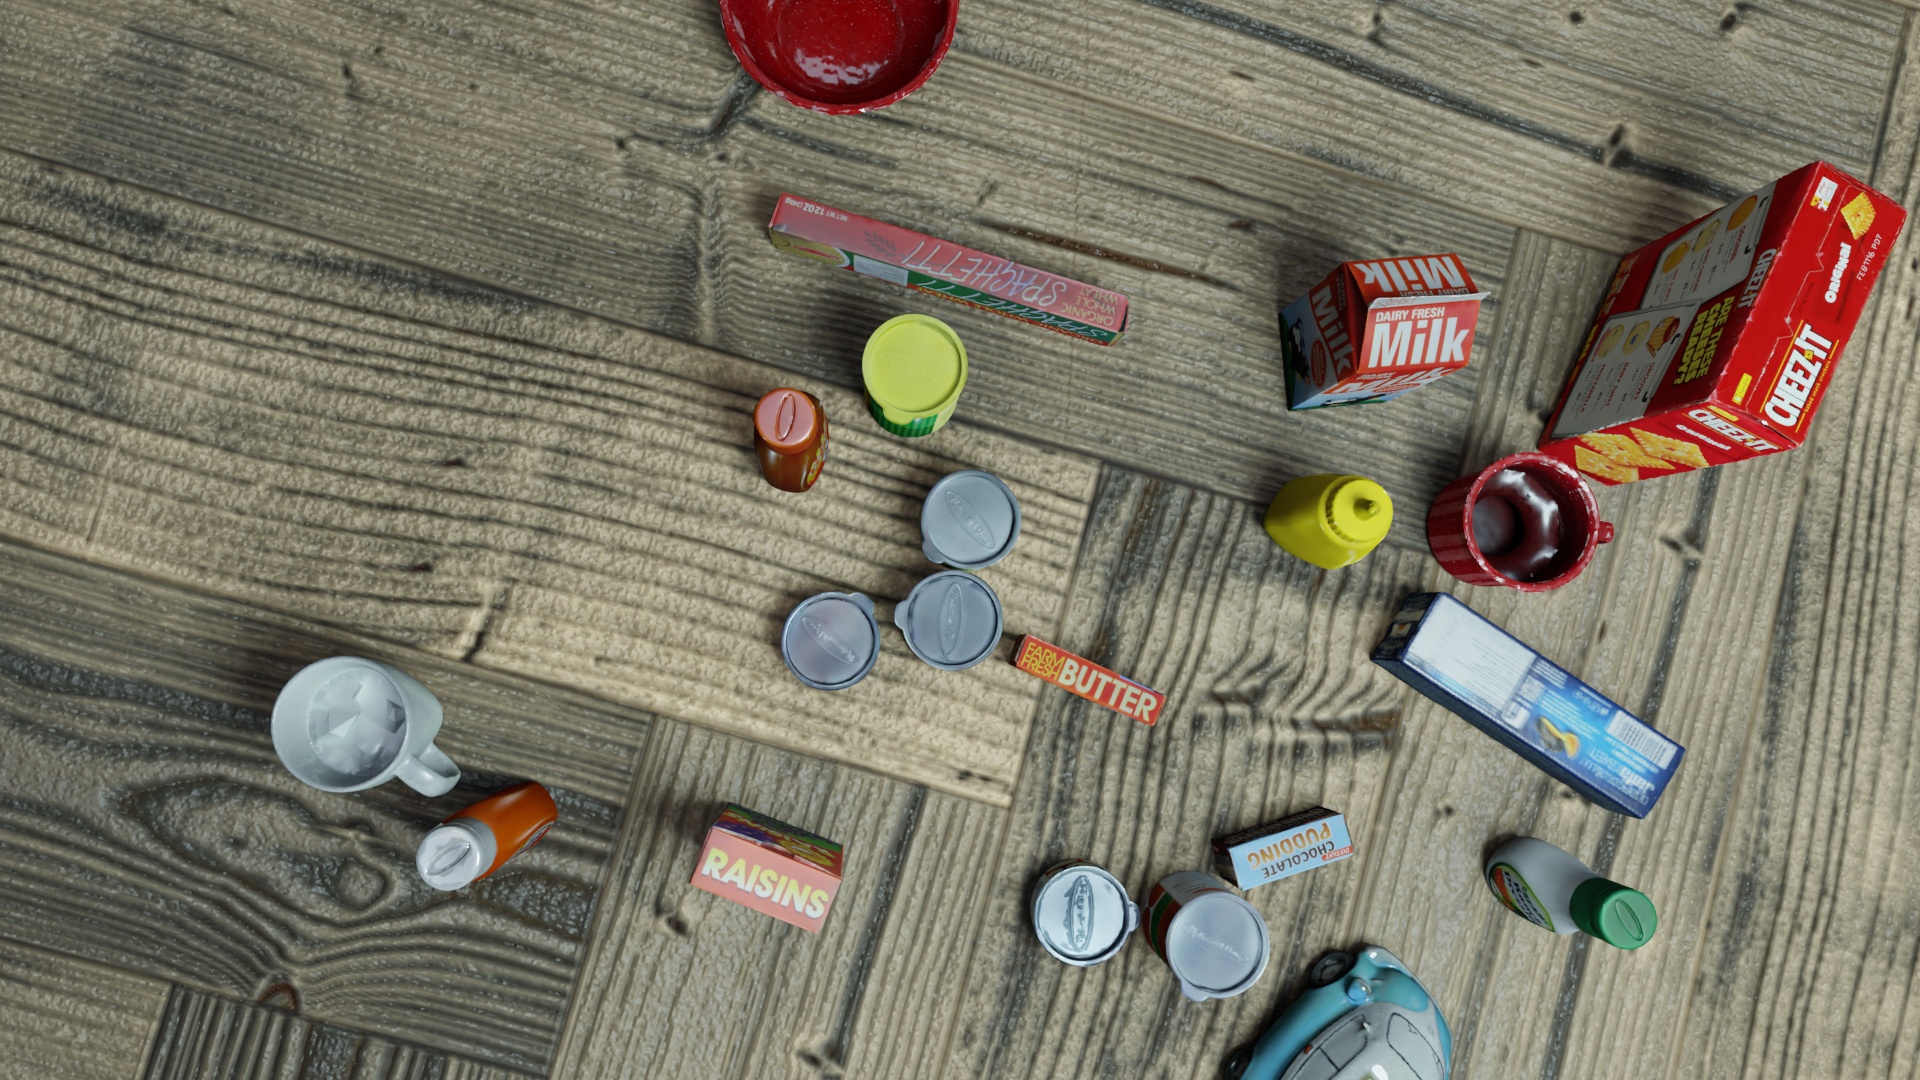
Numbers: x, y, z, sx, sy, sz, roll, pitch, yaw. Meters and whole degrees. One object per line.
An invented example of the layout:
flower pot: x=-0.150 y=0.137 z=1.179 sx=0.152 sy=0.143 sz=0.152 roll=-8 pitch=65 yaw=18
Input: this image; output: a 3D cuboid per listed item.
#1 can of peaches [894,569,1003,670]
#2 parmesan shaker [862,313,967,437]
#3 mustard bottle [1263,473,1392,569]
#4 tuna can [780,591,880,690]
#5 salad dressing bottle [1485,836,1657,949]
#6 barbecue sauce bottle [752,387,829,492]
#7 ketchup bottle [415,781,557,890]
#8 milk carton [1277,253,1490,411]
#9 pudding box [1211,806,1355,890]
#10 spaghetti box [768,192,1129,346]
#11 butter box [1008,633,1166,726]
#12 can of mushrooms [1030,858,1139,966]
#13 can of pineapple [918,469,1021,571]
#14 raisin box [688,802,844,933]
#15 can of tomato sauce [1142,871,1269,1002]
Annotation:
can of peaches: x=-0.009 y=0.053 z=0.932 sx=0.071 sy=0.058 sz=0.071 roll=0 pitch=86 yaw=-4
parmesan shaker: x=-0.033 y=-0.104 z=0.919 sx=0.071 sy=0.103 sz=0.071 roll=0 pitch=86 yaw=-4
mustard bottle: x=0.246 y=-0.015 z=0.904 sx=0.065 sy=0.160 sz=0.049 roll=33 pitch=85 yaw=-1
tuna can: x=-0.086 y=0.066 z=0.938 sx=0.071 sy=0.033 sz=0.071 roll=0 pitch=86 yaw=-4
salad dressing bottle: x=0.395 y=0.230 z=0.902 sx=0.044 sy=0.147 sz=0.064 roll=-30 pitch=89 yaw=-5
barbecue sauce bottle: x=-0.109 y=-0.068 z=0.888 sx=0.044 sy=0.148 sz=0.065 roll=12 pitch=86 yaw=-3
ketchup bottle: x=-0.295 y=0.183 z=0.857 sx=0.065 sy=0.148 sz=0.043 roll=-35 pitch=89 yaw=-5
milk carton: x=0.269 y=-0.135 z=0.899 sx=0.072 sy=0.190 sz=0.073 roll=-5 pitch=87 yaw=-4
pudding box: x=0.218 y=0.208 z=0.941 sx=0.084 sy=0.049 sz=0.030 roll=-16 pitch=88 yaw=-5
spaghetti box: x=-0.006 y=-0.184 z=0.954 sx=0.250 sy=0.050 sz=0.028 roll=16 pitch=85 yaw=-3
butter box: x=0.084 y=0.094 z=0.938 sx=0.103 sy=0.053 sz=0.024 roll=24 pitch=85 yaw=-2
can of mushrooms: x=0.083 y=0.250 z=0.936 sx=0.071 sy=0.033 sz=0.071 roll=0 pitch=86 yaw=-4
can of pineapple: x=0.003 y=-0.012 z=0.938 sx=0.071 sy=0.058 sz=0.071 roll=0 pitch=86 yaw=-4
raisin box: x=-0.119 y=0.205 z=0.880 sx=0.086 sy=0.123 sz=0.040 roll=23 pitch=85 yaw=-2
can of tomato sauce: x=0.159 y=0.260 z=0.916 sx=0.071 sy=0.083 sz=0.071 roll=0 pitch=86 yaw=-4
